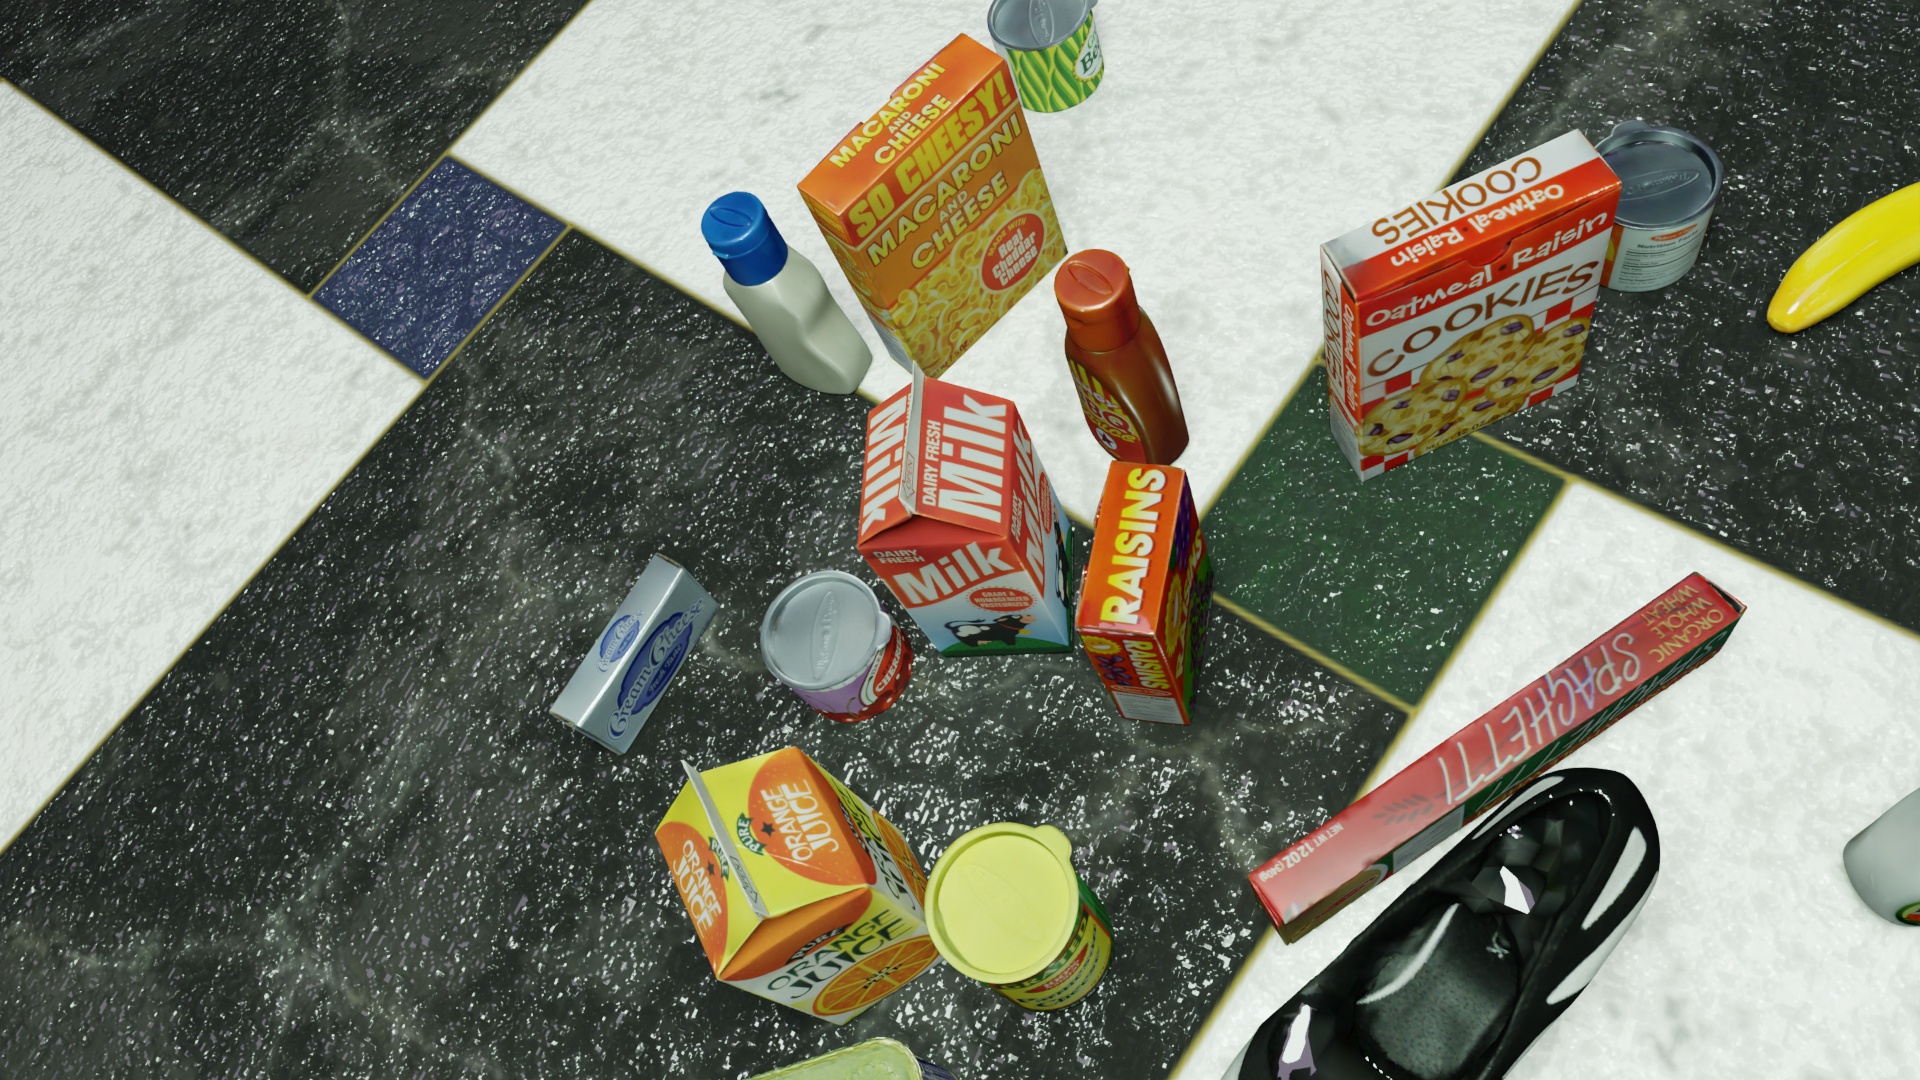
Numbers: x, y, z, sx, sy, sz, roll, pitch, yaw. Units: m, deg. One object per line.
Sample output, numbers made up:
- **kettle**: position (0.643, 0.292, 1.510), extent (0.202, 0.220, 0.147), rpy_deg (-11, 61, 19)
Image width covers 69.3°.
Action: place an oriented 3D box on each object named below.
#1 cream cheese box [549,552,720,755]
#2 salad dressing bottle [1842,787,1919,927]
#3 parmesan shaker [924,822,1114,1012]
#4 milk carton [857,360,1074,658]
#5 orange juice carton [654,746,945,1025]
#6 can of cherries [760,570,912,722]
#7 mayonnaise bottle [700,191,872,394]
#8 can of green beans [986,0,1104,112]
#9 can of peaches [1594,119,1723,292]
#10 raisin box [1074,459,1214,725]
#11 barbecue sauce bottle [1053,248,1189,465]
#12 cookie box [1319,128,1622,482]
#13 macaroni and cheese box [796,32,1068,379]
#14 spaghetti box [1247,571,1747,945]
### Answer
- **cream cheese box**: position (-0.178, 0.064, 0.769), extent (0.024, 0.053, 0.104), rpy_deg (24, 73, 25)
- **salad dressing bottle**: position (0.383, 0.110, 0.526), extent (0.064, 0.147, 0.044), rpy_deg (-22, 60, 6)
- **parmesan shaker**: position (0.032, 0.170, 0.625), extent (0.071, 0.102, 0.071), rpy_deg (-7, 63, 13)
- **milk carton**: position (0.002, -0.008, 0.673), extent (0.073, 0.190, 0.072), rpy_deg (-4, 64, 15)
- **orange juice carton**: position (-0.069, 0.152, 0.612), extent (0.073, 0.192, 0.072), rpy_deg (-32, 60, -1)
- **can of cherries**: position (-0.062, 0.058, 0.735), extent (0.071, 0.058, 0.072), rpy_deg (-7, 63, 13)
- **mayonnaise bottle**: position (-0.101, -0.139, 0.794), extent (0.065, 0.147, 0.041), rpy_deg (22, 72, 25)
- **can of green beans**: position (0.056, -0.318, 0.890), extent (0.071, 0.057, 0.071), rpy_deg (-7, 63, 13)
- **can of peaches**: position (0.357, -0.175, 0.729), extent (0.071, 0.058, 0.071), rpy_deg (-7, 63, 13)
- **raisin box**: position (0.091, 0.028, 0.667), extent (0.040, 0.123, 0.086), rpy_deg (6, 67, 19)
- **barbecue sauce bottle**: position (0.081, -0.092, 0.717), extent (0.044, 0.148, 0.065), rpy_deg (-44, 61, -7)
- **cookie box**: position (0.239, -0.104, 0.665), extent (0.123, 0.167, 0.040), rpy_deg (-25, 60, 4)
- **macaroni and cheese box**: position (-0.010, -0.178, 0.776), extent (0.124, 0.166, 0.040), rpy_deg (-45, 61, -8)
- **spaghetti box**: position (0.241, 0.099, 0.630), extent (0.250, 0.050, 0.029), rpy_deg (-34, 60, -2)
